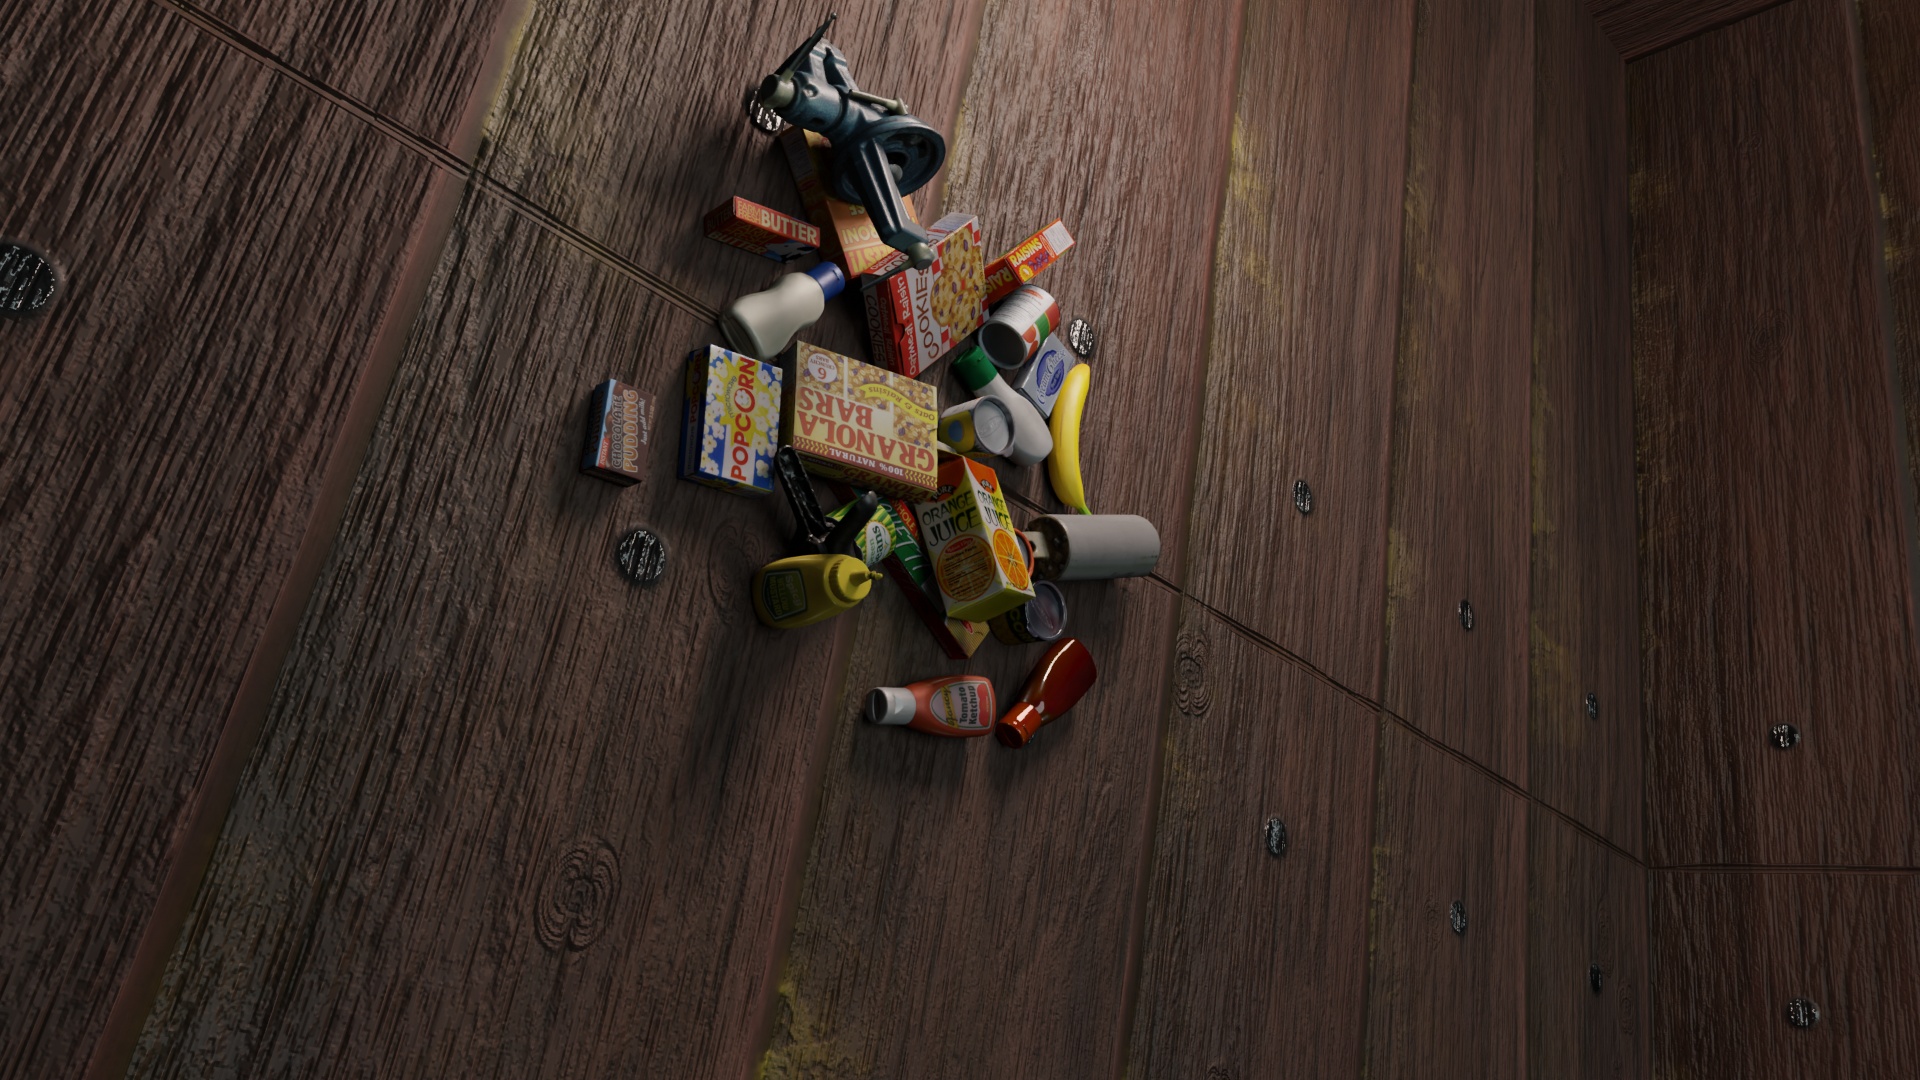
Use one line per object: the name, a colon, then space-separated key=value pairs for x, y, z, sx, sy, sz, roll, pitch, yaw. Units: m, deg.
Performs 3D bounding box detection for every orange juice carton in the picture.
orange juice carton: x=0.005 y=-0.018 z=1.440 sx=0.072 sy=0.073 sz=0.193 roll=20 pitch=49 yaw=-60

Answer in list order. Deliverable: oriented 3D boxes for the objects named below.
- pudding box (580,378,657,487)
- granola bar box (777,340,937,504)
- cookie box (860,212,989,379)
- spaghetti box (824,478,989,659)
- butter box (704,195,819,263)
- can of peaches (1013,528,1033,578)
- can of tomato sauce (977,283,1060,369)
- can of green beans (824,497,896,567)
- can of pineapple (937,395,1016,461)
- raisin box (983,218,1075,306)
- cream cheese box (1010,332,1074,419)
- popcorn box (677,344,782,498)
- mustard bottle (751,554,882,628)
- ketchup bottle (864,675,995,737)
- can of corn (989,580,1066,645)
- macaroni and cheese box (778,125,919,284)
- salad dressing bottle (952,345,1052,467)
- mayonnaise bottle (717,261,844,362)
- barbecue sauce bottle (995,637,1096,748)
pudding box: x=-0.299 y=-0.094 z=1.215 sx=0.049 sy=0.030 sz=0.084 roll=21 pitch=66 yaw=-39
granola bar box: x=-0.100 y=-0.116 z=1.378 sx=0.165 sy=0.039 sz=0.124 roll=15 pitch=60 yaw=-31
cookie box: x=-0.034 y=-0.259 z=1.476 sx=0.168 sy=0.040 sz=0.122 roll=-44 pitch=138 yaw=-41
spaghetti box: x=-0.053 y=0.014 z=1.435 sx=0.249 sy=0.028 sz=0.050 roll=56 pitch=48 yaw=-20
butter box: x=-0.193 y=-0.302 z=1.355 sx=0.103 sy=0.053 sz=0.024 roll=12 pitch=71 yaw=-43
can of peaches: x=0.039 y=0.021 z=1.504 sx=0.071 sy=0.058 sz=0.071 roll=12 pitch=72 yaw=-42
can of tomato sauce: x=0.067 y=-0.243 z=1.593 sx=0.071 sy=0.071 sz=0.083 roll=56 pitch=48 yaw=-20
can of green beans: x=-0.105 y=-0.002 z=1.360 sx=0.058 sy=0.071 sz=0.071 roll=-30 pitch=102 yaw=-45
can of pineapple: x=0.018 y=-0.119 z=1.518 sx=0.071 sy=0.057 sz=0.071 roll=12 pitch=72 yaw=-43
raisin box: x=0.064 y=-0.314 z=1.591 sx=0.124 sy=0.086 sz=0.040 roll=-43 pitch=105 yaw=-42
cream cheese box: x=0.097 y=-0.195 z=1.639 sx=0.053 sy=0.024 sz=0.104 roll=45 pitch=52 yaw=-27
popcorn box: x=-0.214 y=-0.110 z=1.297 sx=0.085 sy=0.038 sz=0.127 roll=16 pitch=69 yaw=-42
mustard bottle: x=-0.127 y=0.041 z=1.261 sx=0.049 sy=0.160 sz=0.065 roll=-10 pitch=86 yaw=-45
ketchup bottle: x=-0.030 y=0.169 z=1.411 sx=0.149 sy=0.043 sz=0.065 roll=7 pitch=76 yaw=-43
can of corn: x=0.072 y=0.082 z=1.522 sx=0.071 sy=0.058 sz=0.071 roll=13 pitch=72 yaw=-43
macaroni and cheese box: x=-0.109 y=-0.360 z=1.462 sx=0.124 sy=0.040 sz=0.166 roll=-24 pitch=97 yaw=-45
salad dressing bottle: x=0.047 y=-0.151 z=1.566 sx=0.147 sy=0.044 sz=0.064 roll=53 pitch=51 yaw=-21
mayonnaise bottle: x=-0.171 y=-0.230 z=1.369 sx=0.149 sy=0.041 sz=0.064 roll=-44 pitch=109 yaw=-43
barbecue sauce bottle: x=0.093 y=0.171 z=1.533 sx=0.149 sy=0.043 sz=0.064 roll=-42 pitch=110 yaw=-41
